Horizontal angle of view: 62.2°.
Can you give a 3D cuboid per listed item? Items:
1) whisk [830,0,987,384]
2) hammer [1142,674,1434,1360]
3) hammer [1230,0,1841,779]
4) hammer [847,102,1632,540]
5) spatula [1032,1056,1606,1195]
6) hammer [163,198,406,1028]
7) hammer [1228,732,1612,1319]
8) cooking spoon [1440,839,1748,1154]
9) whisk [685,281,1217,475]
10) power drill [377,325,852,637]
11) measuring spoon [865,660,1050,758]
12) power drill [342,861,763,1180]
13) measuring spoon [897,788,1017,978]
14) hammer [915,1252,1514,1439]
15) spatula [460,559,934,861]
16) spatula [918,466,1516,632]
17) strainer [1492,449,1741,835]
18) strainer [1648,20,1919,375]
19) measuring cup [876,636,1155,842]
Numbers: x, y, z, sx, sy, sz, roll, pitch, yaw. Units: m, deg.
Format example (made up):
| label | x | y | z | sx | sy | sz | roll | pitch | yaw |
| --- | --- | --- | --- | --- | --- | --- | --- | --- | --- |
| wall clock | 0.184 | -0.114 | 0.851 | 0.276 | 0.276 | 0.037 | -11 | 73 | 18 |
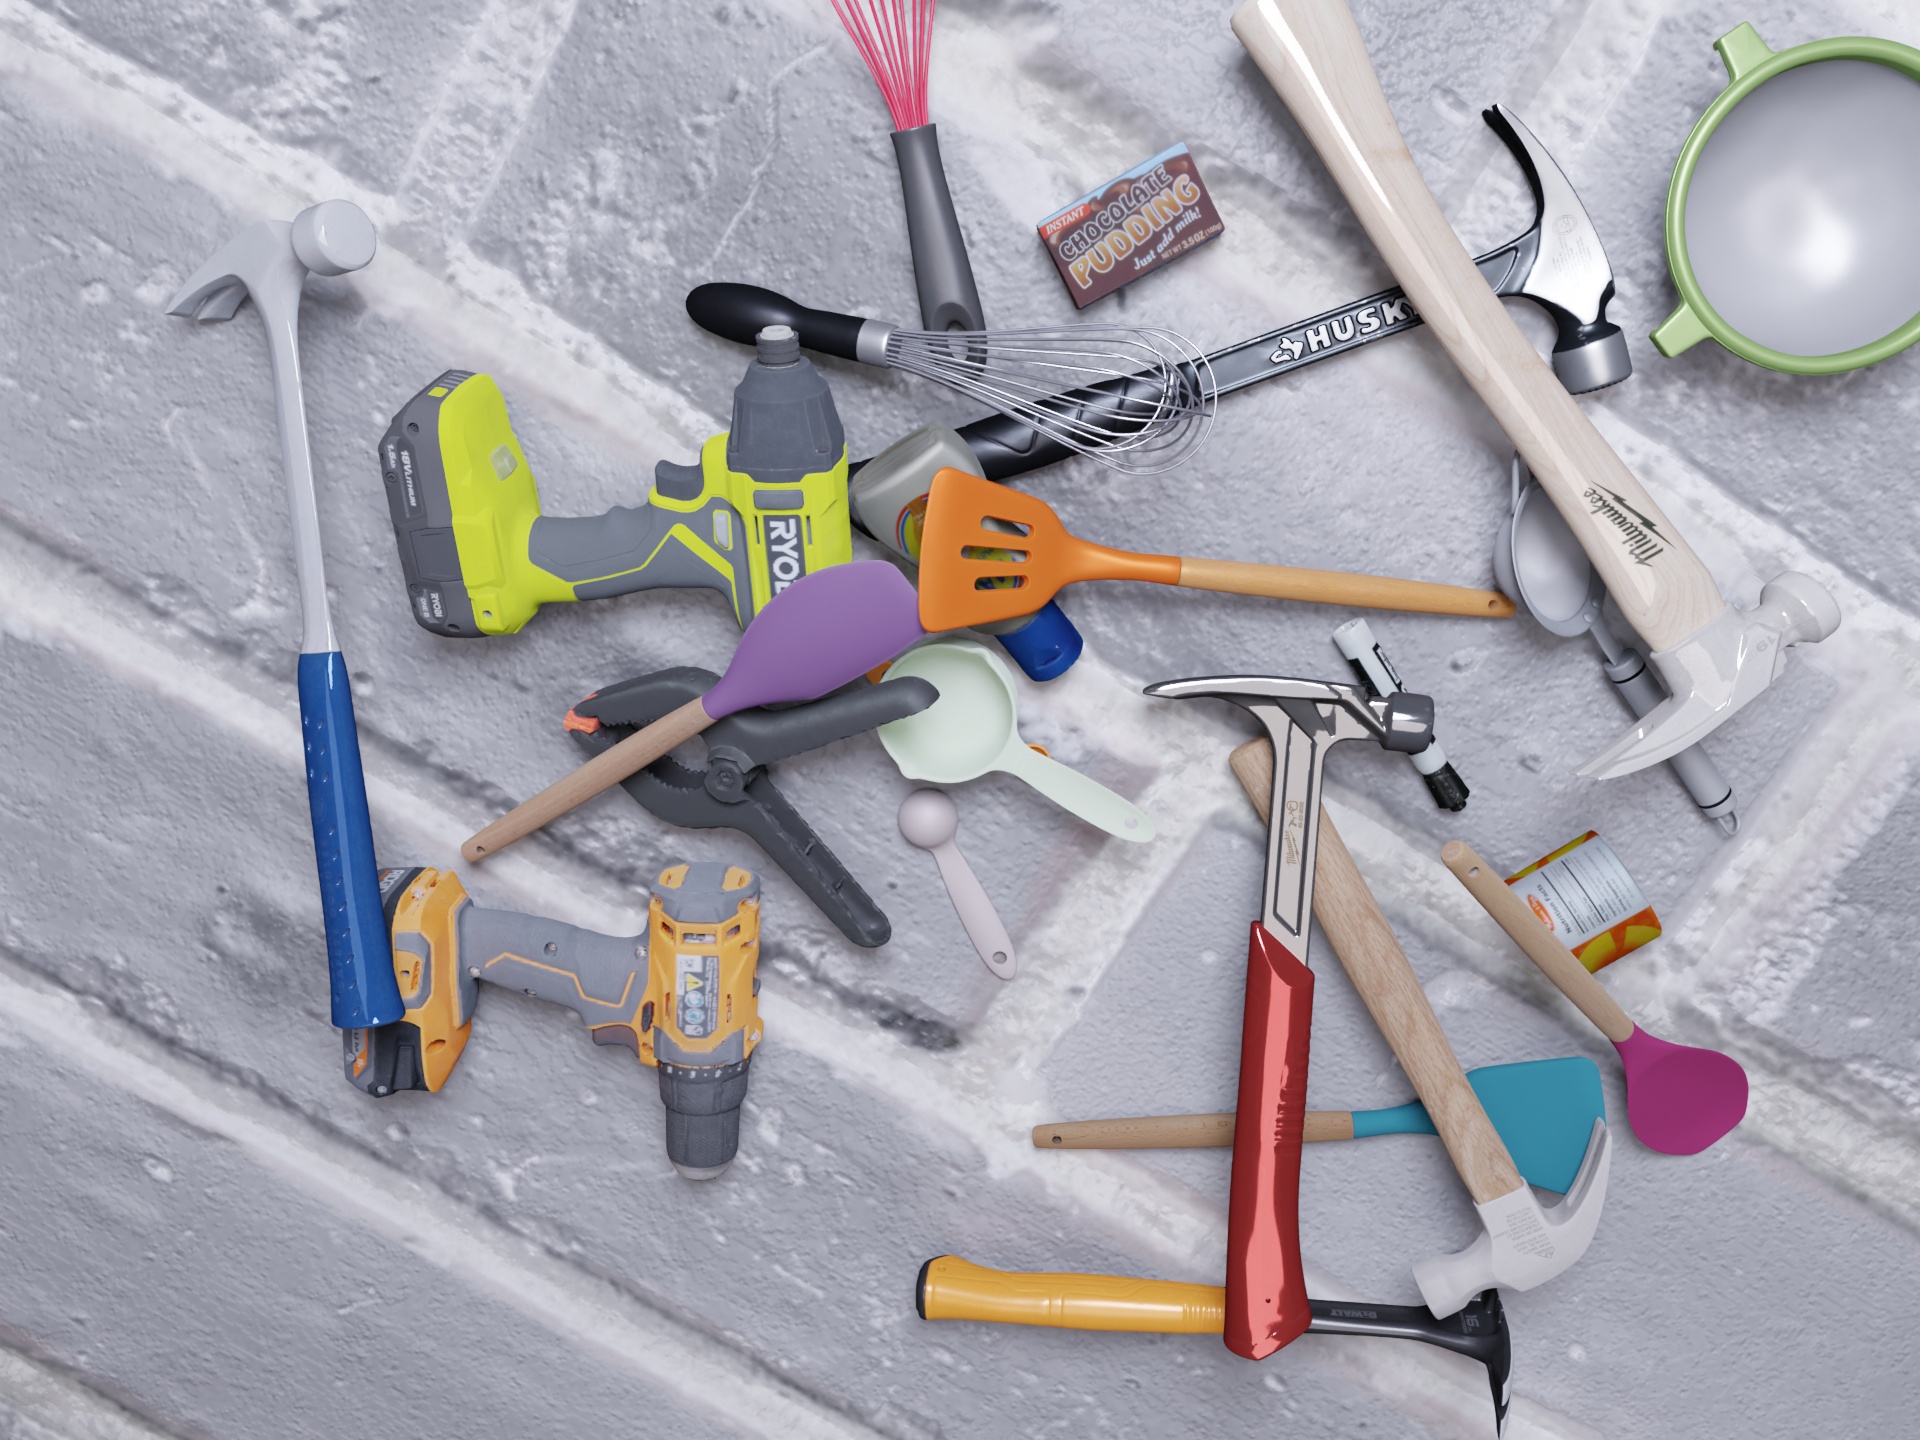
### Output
| label | x | y | z | sx | sy | sz | roll | pitch | yaw |
| --- | --- | --- | --- | --- | --- | --- | --- | --- | --- |
| whisk | -0.027 | -0.312 | 0.783 | 0.073 | 0.073 | 0.295 | -10 | 109 | 6 |
| hammer | 0.158 | 0.156 | 0.841 | 0.149 | 0.036 | 0.359 | 4 | 94 | 8 |
| hammer | 0.251 | -0.167 | 0.761 | 0.146 | 0.038 | 0.410 | -37 | 95 | -3 |
| hammer | 0.123 | -0.180 | 0.816 | 0.409 | 0.036 | 0.149 | -18 | 101 | 8 |
| spatula | 0.199 | 0.234 | 0.909 | 0.317 | 0.044 | 0.082 | -4 | 96 | 6 |
| hammer | -0.331 | -0.046 | 0.813 | 0.144 | 0.035 | 0.405 | -2 | 95 | 36 |
| hammer | 0.241 | 0.155 | 0.865 | 0.130 | 0.031 | 0.331 | -28 | 91 | 10 |
| cooking spoon | 0.336 | 0.150 | 0.836 | 0.069 | 0.017 | 0.318 | -43 | 122 | 10 |
| whisk | -0.011 | -0.180 | 0.791 | 0.285 | 0.070 | 0.070 | 16 | 105 | 16 |
| power drill | -0.168 | -0.114 | 0.810 | 0.223 | 0.080 | 0.171 | 1 | 119 | 5 |
| measuring spoon | -0.001 | -0.003 | 0.881 | 0.117 | 0.011 | 0.021 | 30 | 107 | 0 |
| power drill | -0.225 | 0.171 | 0.903 | 0.226 | 0.084 | 0.185 | 2 | 104 | -2 |
| measuring spoon | 0.001 | 0.096 | 0.900 | 0.034 | 0.018 | 0.124 | -25 | 102 | 9 |
| hammer | 0.140 | 0.343 | 0.911 | 0.337 | 0.127 | 0.034 | 1 | 105 | 9 |
| spatula | -0.152 | 0.003 | 0.834 | 0.316 | 0.018 | 0.059 | -29 | 112 | 24 |
| spatula | 0.136 | -0.072 | 0.811 | 0.322 | 0.041 | 0.081 | 5 | 98 | -9 |
| strainer | 0.342 | -0.034 | 0.836 | 0.258 | 0.050 | 0.087 | 50 | 58 | -14 |
| strainer | 0.458 | -0.236 | 0.764 | 0.256 | 0.069 | 0.151 | 8 | 102 | 1 |
| measuring cup | 0.033 | 0.015 | 0.856 | 0.167 | 0.038 | 0.083 | 31 | 107 | -3 |
